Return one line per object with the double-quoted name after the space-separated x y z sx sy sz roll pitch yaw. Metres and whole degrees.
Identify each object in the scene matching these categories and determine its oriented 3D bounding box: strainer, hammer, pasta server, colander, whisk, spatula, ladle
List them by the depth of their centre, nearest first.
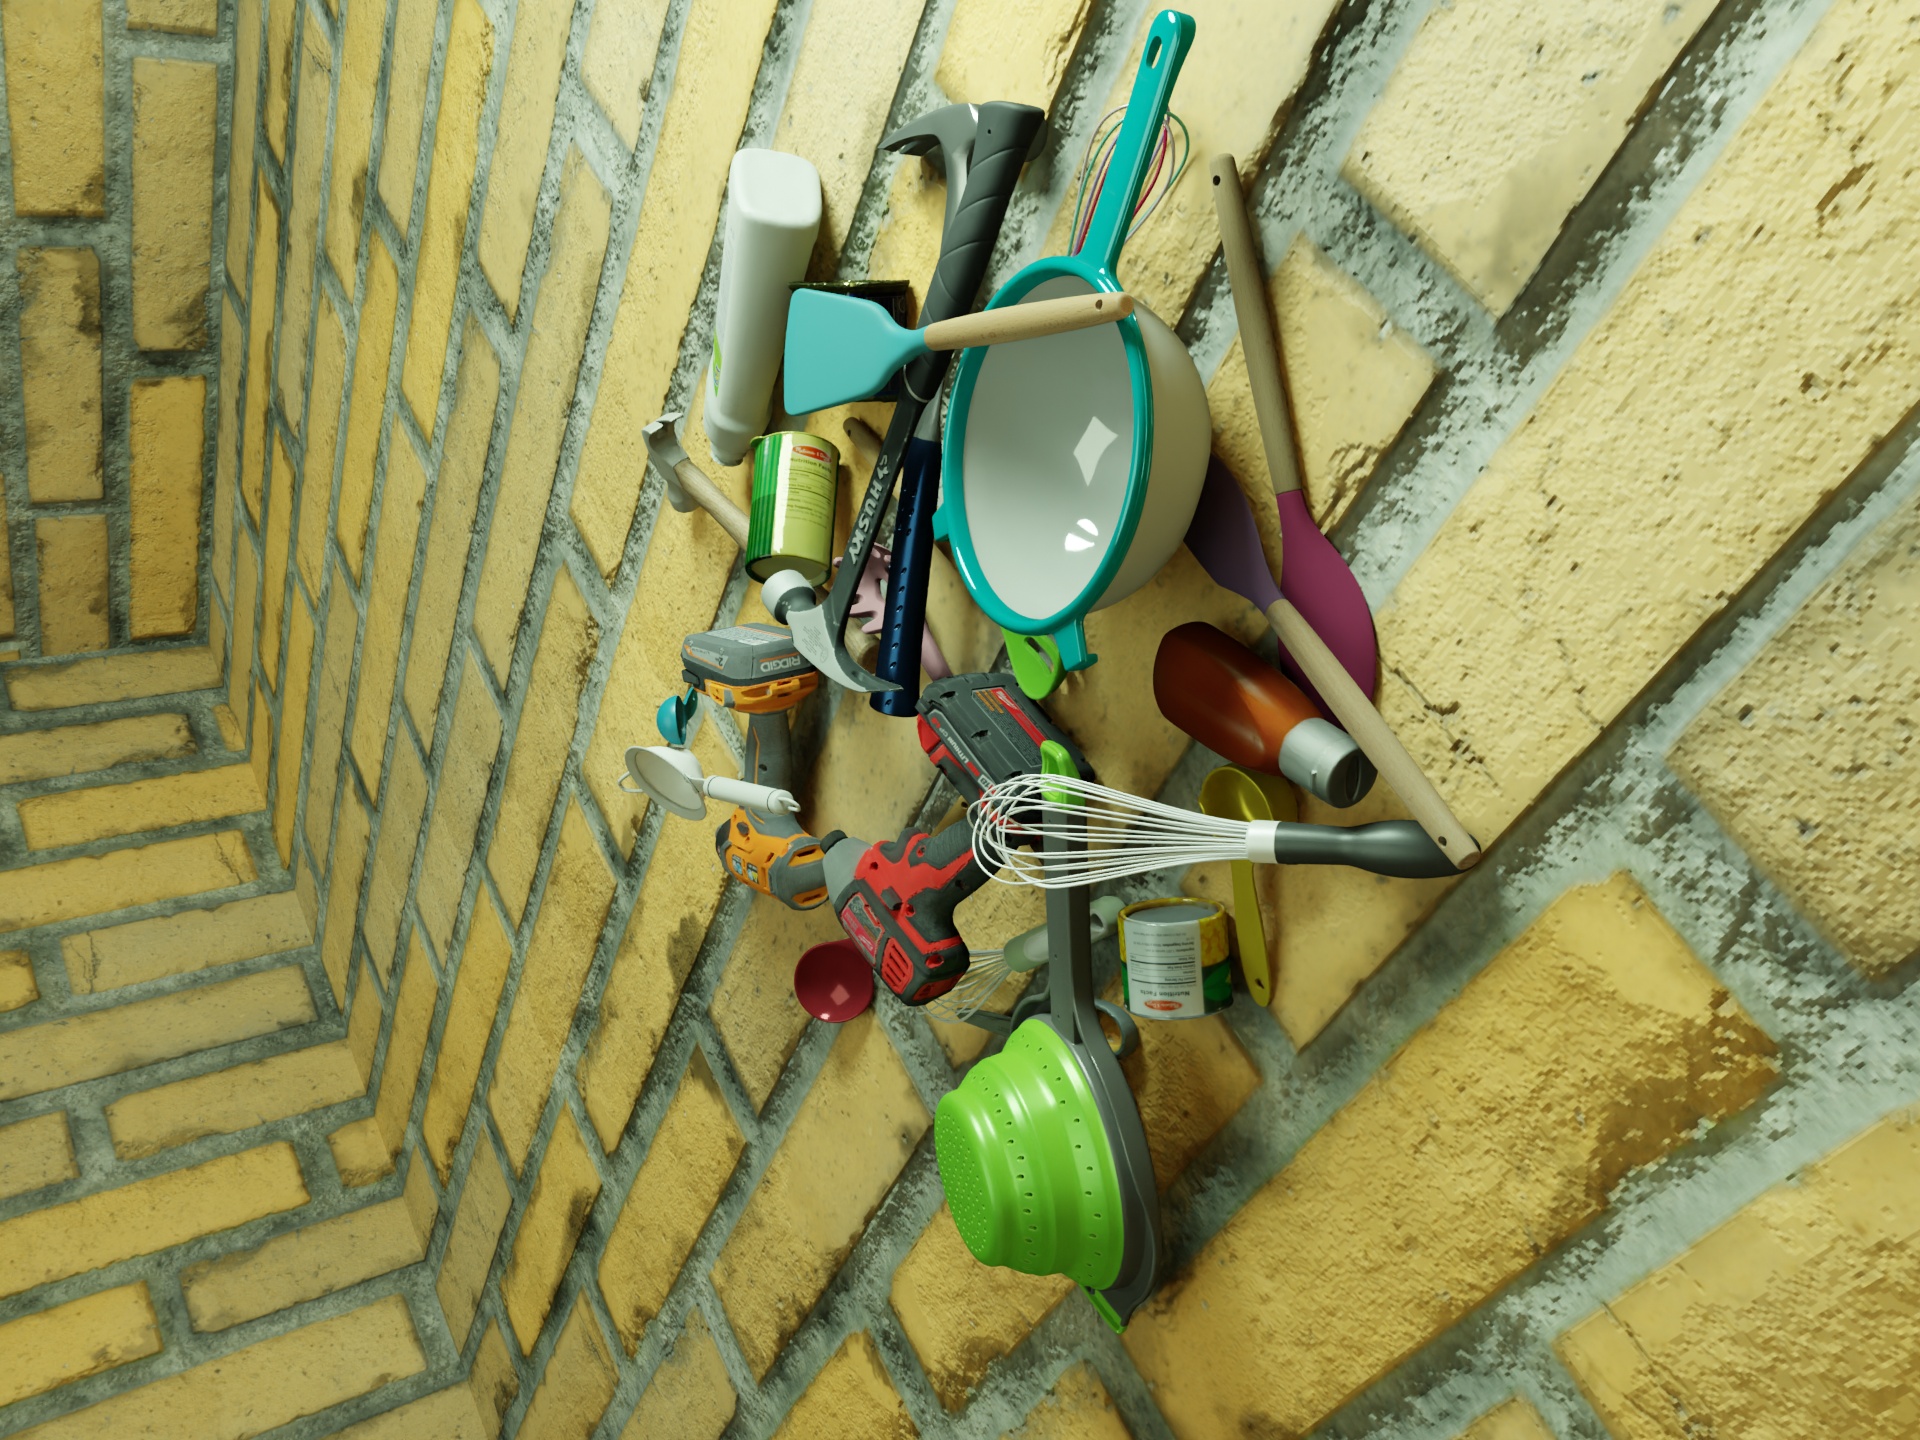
0.180 -0.044 0.837 0.059 0.018 0.316 109 146 -40 "spatula"
0.134 0.065 0.861 0.285 0.070 0.070 1 101 26 "whisk"
0.095 -0.208 0.889 0.211 0.095 0.340 49 130 49 "strainer"
-0.011 -0.225 0.925 0.318 0.044 0.082 11 98 56 "spatula"
0.072 -0.268 0.957 0.244 0.051 0.047 118 151 -47 "whisk"
0.038 0.208 0.998 0.205 0.094 0.397 -142 45 -63 "colander"
-0.032 -0.199 1.029 0.149 0.036 0.408 50 130 37 "hammer"
-0.024 -0.203 1.077 0.144 0.035 0.405 27 115 49 "hammer"
0.034 0.167 1.115 0.246 0.059 0.058 -33 84 48 "whisk"
-0.002 -0.004 1.127 0.060 0.040 0.316 -48 60 32 "pasta server"
-0.054 0.145 1.247 0.069 0.031 0.315 38 132 3 "ladle"
-0.200 0.053 1.284 0.258 0.050 0.086 8 139 51 "strainer"
-0.166 -0.146 1.298 0.332 0.031 0.129 44 164 32 "hammer"

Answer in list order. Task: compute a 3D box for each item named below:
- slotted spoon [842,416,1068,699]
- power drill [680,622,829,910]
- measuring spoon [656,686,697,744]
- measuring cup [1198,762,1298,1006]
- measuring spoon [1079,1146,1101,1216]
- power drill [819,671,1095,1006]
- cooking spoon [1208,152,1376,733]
-0.006 -0.126 1.112 0.314 0.031 0.070 52 137 36 "slotted spoon"
-0.176 0.036 1.350 0.164 0.084 0.226 14 114 55 "power drill"
-0.244 -0.009 1.371 0.129 0.021 0.042 -97 1 -77 "measuring spoon"
0.175 0.094 0.923 0.062 0.029 0.156 19 126 52 "measuring cup"
0.080 0.292 1.115 0.124 0.018 0.034 58 140 38 "measuring spoon"
-0.017 0.077 1.086 0.143 0.078 0.219 50 125 26 "power drill"
0.172 -0.148 0.859 0.069 0.017 0.319 -11 91 55 "cooking spoon"
